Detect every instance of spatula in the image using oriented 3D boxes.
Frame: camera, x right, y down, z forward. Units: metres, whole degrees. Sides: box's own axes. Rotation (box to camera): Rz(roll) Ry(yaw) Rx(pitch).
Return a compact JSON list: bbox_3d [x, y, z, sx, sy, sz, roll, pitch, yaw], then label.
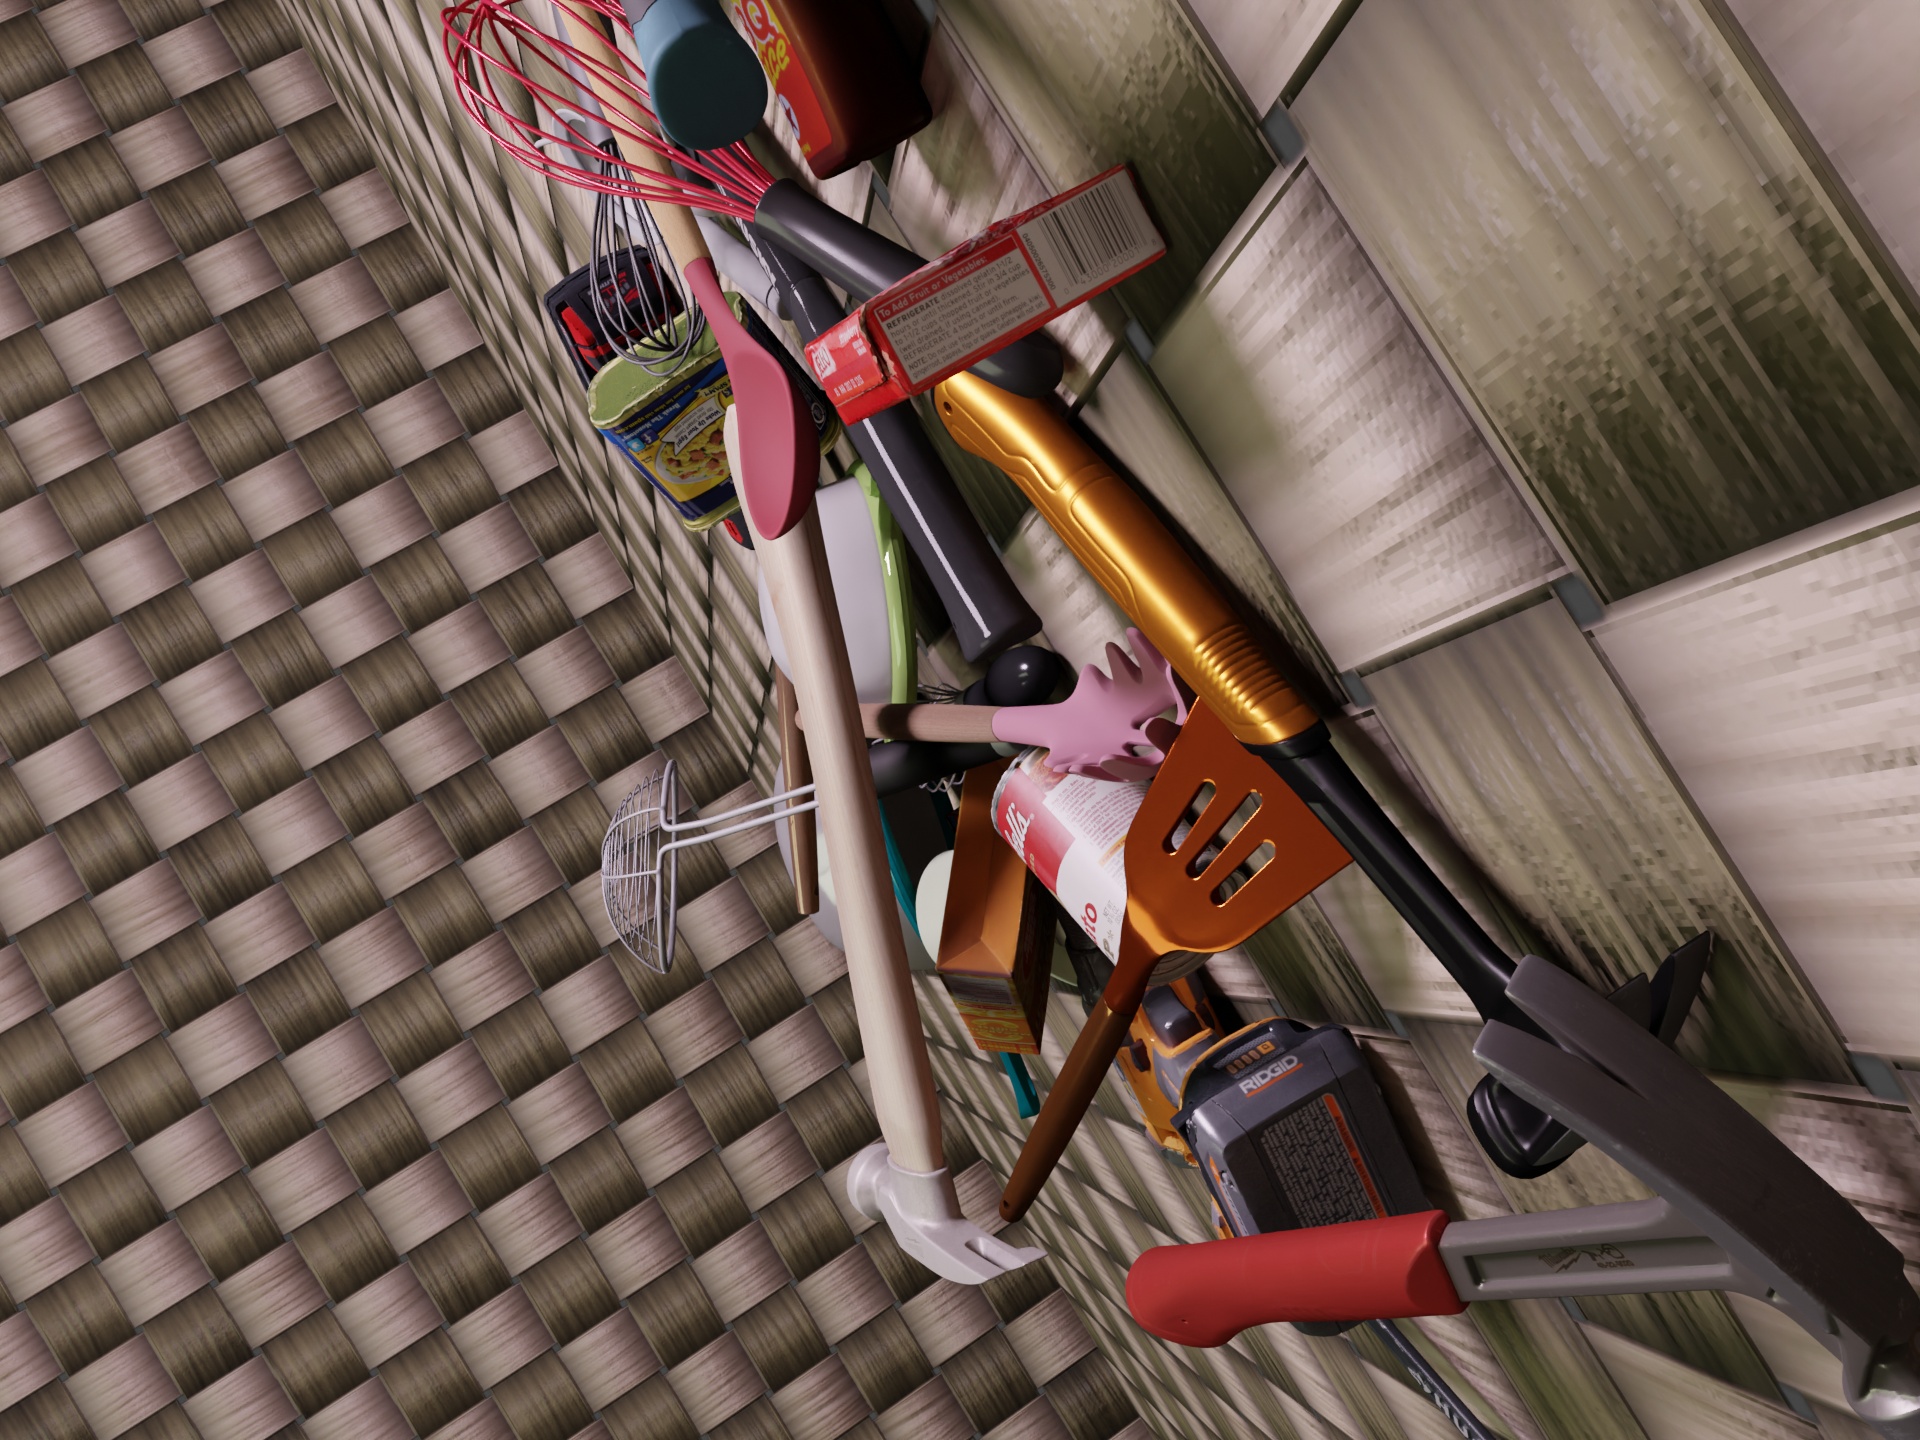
[{"bbox_3d":[-0.098,-0.043,0.917,0.060,0.018,0.316,-17,-75,-63],"label":"spatula"},{"bbox_3d":[0.065,0.122,0.640,0.081,0.041,0.322,48,143,26],"label":"spatula"}]

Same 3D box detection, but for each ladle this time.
[{"bbox_3d":[-0.127,-0.221,0.706,0.315,0.031,0.069,65,148,14],"label":"ladle"}]

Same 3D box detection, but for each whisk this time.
[{"bbox_3d":[-0.082,-0.195,0.580,0.296,0.073,0.073,36,161,18],"label":"whisk"},{"bbox_3d":[0.001,-0.004,0.854,0.070,0.070,0.284,59,163,0],"label":"whisk"},{"bbox_3d":[-0.170,-0.279,0.781,0.055,0.055,0.239,109,147,-75],"label":"whisk"}]

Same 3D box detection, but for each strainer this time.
[{"bbox_3d":[-0.146,-0.266,0.840,0.259,0.050,0.086,43,167,34],"label":"strainer"},{"bbox_3d":[-0.043,0.134,1.062,0.211,0.095,0.340,-82,-28,-70],"label":"strainer"},{"bbox_3d":[-0.066,-0.088,0.802,0.256,0.069,0.152,99,159,-59],"label":"strainer"}]

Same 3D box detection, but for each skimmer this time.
[{"bbox_3d":[-0.084,0.055,0.871,0.363,0.090,0.127,-19,63,40],"label":"skimmer"}]

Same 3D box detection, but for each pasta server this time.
[{"bbox_3d":[-0.001,-0.002,0.704,0.040,0.060,0.316,31,164,-29],"label":"pasta server"}]

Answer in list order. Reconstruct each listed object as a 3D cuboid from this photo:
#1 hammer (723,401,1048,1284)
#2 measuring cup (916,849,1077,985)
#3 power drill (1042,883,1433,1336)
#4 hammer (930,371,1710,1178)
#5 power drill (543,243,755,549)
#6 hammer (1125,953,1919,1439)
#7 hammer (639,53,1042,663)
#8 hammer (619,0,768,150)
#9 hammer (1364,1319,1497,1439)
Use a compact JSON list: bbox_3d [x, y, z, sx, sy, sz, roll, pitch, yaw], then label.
[{"bbox_3d":[-0.045,0.054,0.735,0.146,0.038,0.410,0,103,62],"label":"hammer"},{"bbox_3d":[0.043,0.131,0.972,0.038,0.083,0.167,-15,145,42],"label":"measuring cup"},{"bbox_3d":[0.112,0.153,0.735,0.185,0.084,0.226,64,172,-15],"label":"power drill"},{"bbox_3d":[0.087,-0.017,0.503,0.337,0.034,0.127,53,164,29],"label":"hammer"},{"bbox_3d":[-0.180,-0.215,1.025,0.220,0.078,0.143,45,162,40],"label":"power drill"},{"bbox_3d":[0.130,0.171,0.512,0.149,0.037,0.359,41,153,0],"label":"hammer"},{"bbox_3d":[-0.055,-0.163,0.651,0.335,0.035,0.146,61,170,22],"label":"hammer"},{"bbox_3d":[-0.118,-0.283,0.497,0.128,0.033,0.331,63,-177,-56],"label":"hammer"},{"bbox_3d":[0.205,0.298,0.811,0.409,0.036,0.149,45,161,50],"label":"hammer"}]
